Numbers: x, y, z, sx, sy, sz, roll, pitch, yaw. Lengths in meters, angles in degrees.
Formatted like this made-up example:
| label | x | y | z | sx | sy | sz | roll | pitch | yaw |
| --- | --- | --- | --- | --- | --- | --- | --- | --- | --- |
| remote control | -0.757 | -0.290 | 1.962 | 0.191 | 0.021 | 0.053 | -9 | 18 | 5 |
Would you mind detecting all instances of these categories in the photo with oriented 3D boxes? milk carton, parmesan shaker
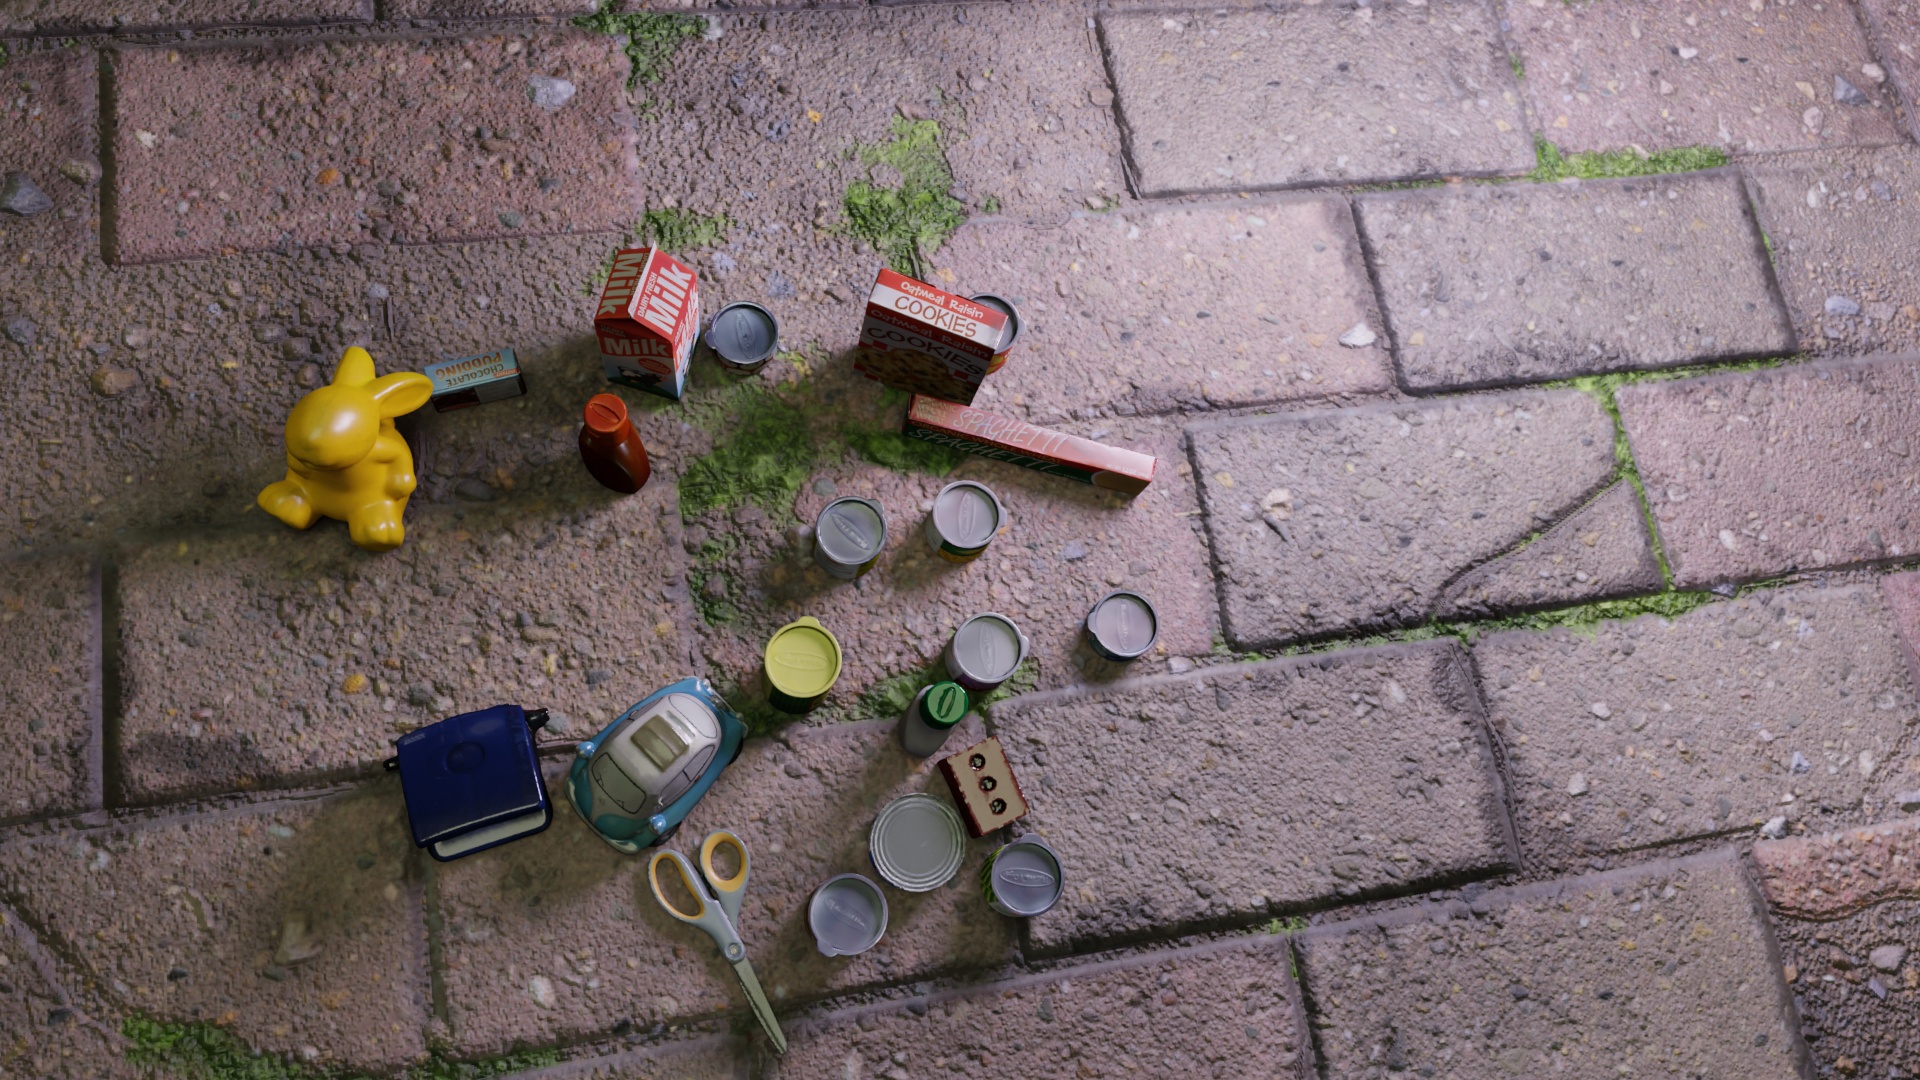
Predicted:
| label | x | y | z | sx | sy | sz | roll | pitch | yaw |
| --- | --- | --- | --- | --- | --- | --- | --- | --- | --- |
| milk carton | -0.282 | -0.199 | 1.257 | 0.073 | 0.190 | 0.072 | 16 | 73 | -5 |
| parmesan shaker | -0.142 | 0.113 | 1.236 | 0.071 | 0.102 | 0.071 | 3 | 74 | -9 |

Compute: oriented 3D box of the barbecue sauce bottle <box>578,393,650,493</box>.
| label | x | y | z | sx | sy | sz | roll | pitch | yaw |
| --- | --- | --- | --- | --- | --- | --- | --- | --- | --- |
| barbecue sauce bottle | -0.312 | -0.088 | 1.241 | 0.065 | 0.148 | 0.044 | 32 | 72 | 0 |

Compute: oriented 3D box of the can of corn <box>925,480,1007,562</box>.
| label | x | y | z | sx | sy | sz | roll | pitch | yaw |
| --- | --- | --- | --- | --- | --- | --- | --- | --- | --- |
| can of corn | 0.005 | -0.017 | 1.322 | 0.071 | 0.058 | 0.071 | 3 | 74 | -9 |

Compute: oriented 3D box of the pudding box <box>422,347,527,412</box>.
| label | x | y | z | sx | sy | sz | roll | pitch | yaw |
| --- | --- | --- | --- | --- | --- | --- | --- | --- | --- |
| pudding box | -0.450 | -0.148 | 1.288 | 0.084 | 0.049 | 0.030 | -15 | 78 | -13 |

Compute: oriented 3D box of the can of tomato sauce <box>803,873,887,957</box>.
| label | x | y | z | sx | sy | sz | roll | pitch | yaw |
| --- | --- | --- | --- | --- | --- | --- | --- | --- | --- |
| can of tomato sauce | -0.101 | 0.323 | 1.193 | 0.071 | 0.083 | 0.071 | 3 | 74 | -9 |

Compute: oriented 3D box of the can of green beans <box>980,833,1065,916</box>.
| label | x | y | z | sx | sy | sz | roll | pitch | yaw |
| --- | --- | --- | --- | --- | --- | --- | --- | --- | --- |
| can of green beans | 0.055 | 0.302 | 1.239 | 0.071 | 0.057 | 0.071 | 3 | 74 | -9 |

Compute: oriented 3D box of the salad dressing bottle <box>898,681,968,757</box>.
| label | x | y | z | sx | sy | sz | roll | pitch | yaw |
| --- | --- | --- | --- | --- | --- | --- | --- | --- | --- |
| salad dressing bottle | -0.023 | 0.154 | 1.221 | 0.044 | 0.147 | 0.064 | 23 | 72 | -3 |

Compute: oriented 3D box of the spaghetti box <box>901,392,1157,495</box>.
| label | x | y | z | sx | sy | sz | roll | pitch | yaw |
| --- | --- | --- | --- | --- | --- | --- | --- | --- | --- |
| spaghetti box | 0.066 | -0.093 | 1.359 | 0.250 | 0.050 | 0.029 | 14 | 73 | -5 |

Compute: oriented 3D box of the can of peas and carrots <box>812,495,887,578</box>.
| label | x | y | z | sx | sy | sz | roll | pitch | yaw |
| --- | --- | --- | --- | --- | --- | --- | --- | --- | --- |
| can of peas and carrots | -0.103 | -0.004 | 1.300 | 0.071 | 0.058 | 0.071 | 3 | 74 | -9 |

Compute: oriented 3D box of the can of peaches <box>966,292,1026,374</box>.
| label | x | y | z | sx | sy | sz | roll | pitch | yaw |
| --- | --- | --- | --- | --- | --- | --- | --- | --- | --- |
| can of peaches | 0.025 | -0.204 | 1.380 | 0.071 | 0.058 | 0.071 | 3 | 74 | -9 |

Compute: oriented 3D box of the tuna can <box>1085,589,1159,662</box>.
| label | x | y | z | sx | sy | sz | roll | pitch | yaw |
| --- | --- | --- | --- | --- | --- | --- | --- | --- | --- |
| tuna can | 0.152 | 0.082 | 1.332 | 0.071 | 0.032 | 0.071 | 3 | 74 | -9 |

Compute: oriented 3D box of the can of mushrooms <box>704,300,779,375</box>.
| label | x | y | z | sx | sy | sz | roll | pitch | yaw |
| --- | --- | --- | --- | --- | --- | --- | --- | --- | --- |
| can of mushrooms | -0.213 | -0.196 | 1.350 | 0.071 | 0.033 | 0.071 | 3 | 74 | -9 |

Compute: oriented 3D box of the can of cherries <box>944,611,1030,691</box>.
| label | x | y | z | sx | sy | sz | roll | pitch | yaw |
| --- | --- | --- | --- | --- | --- | --- | --- | --- | --- |
| can of cherries | 0.024 | 0.105 | 1.290 | 0.071 | 0.058 | 0.071 | 3 | 74 | -9 |

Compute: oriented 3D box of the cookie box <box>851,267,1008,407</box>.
| label | x | y | z | sx | sy | sz | roll | pitch | yaw |
| --- | --- | --- | --- | --- | --- | --- | --- | --- | --- |
| cookie box | -0.032 | -0.185 | 1.308 | 0.123 | 0.167 | 0.040 | 20 | 72 | -4 |
